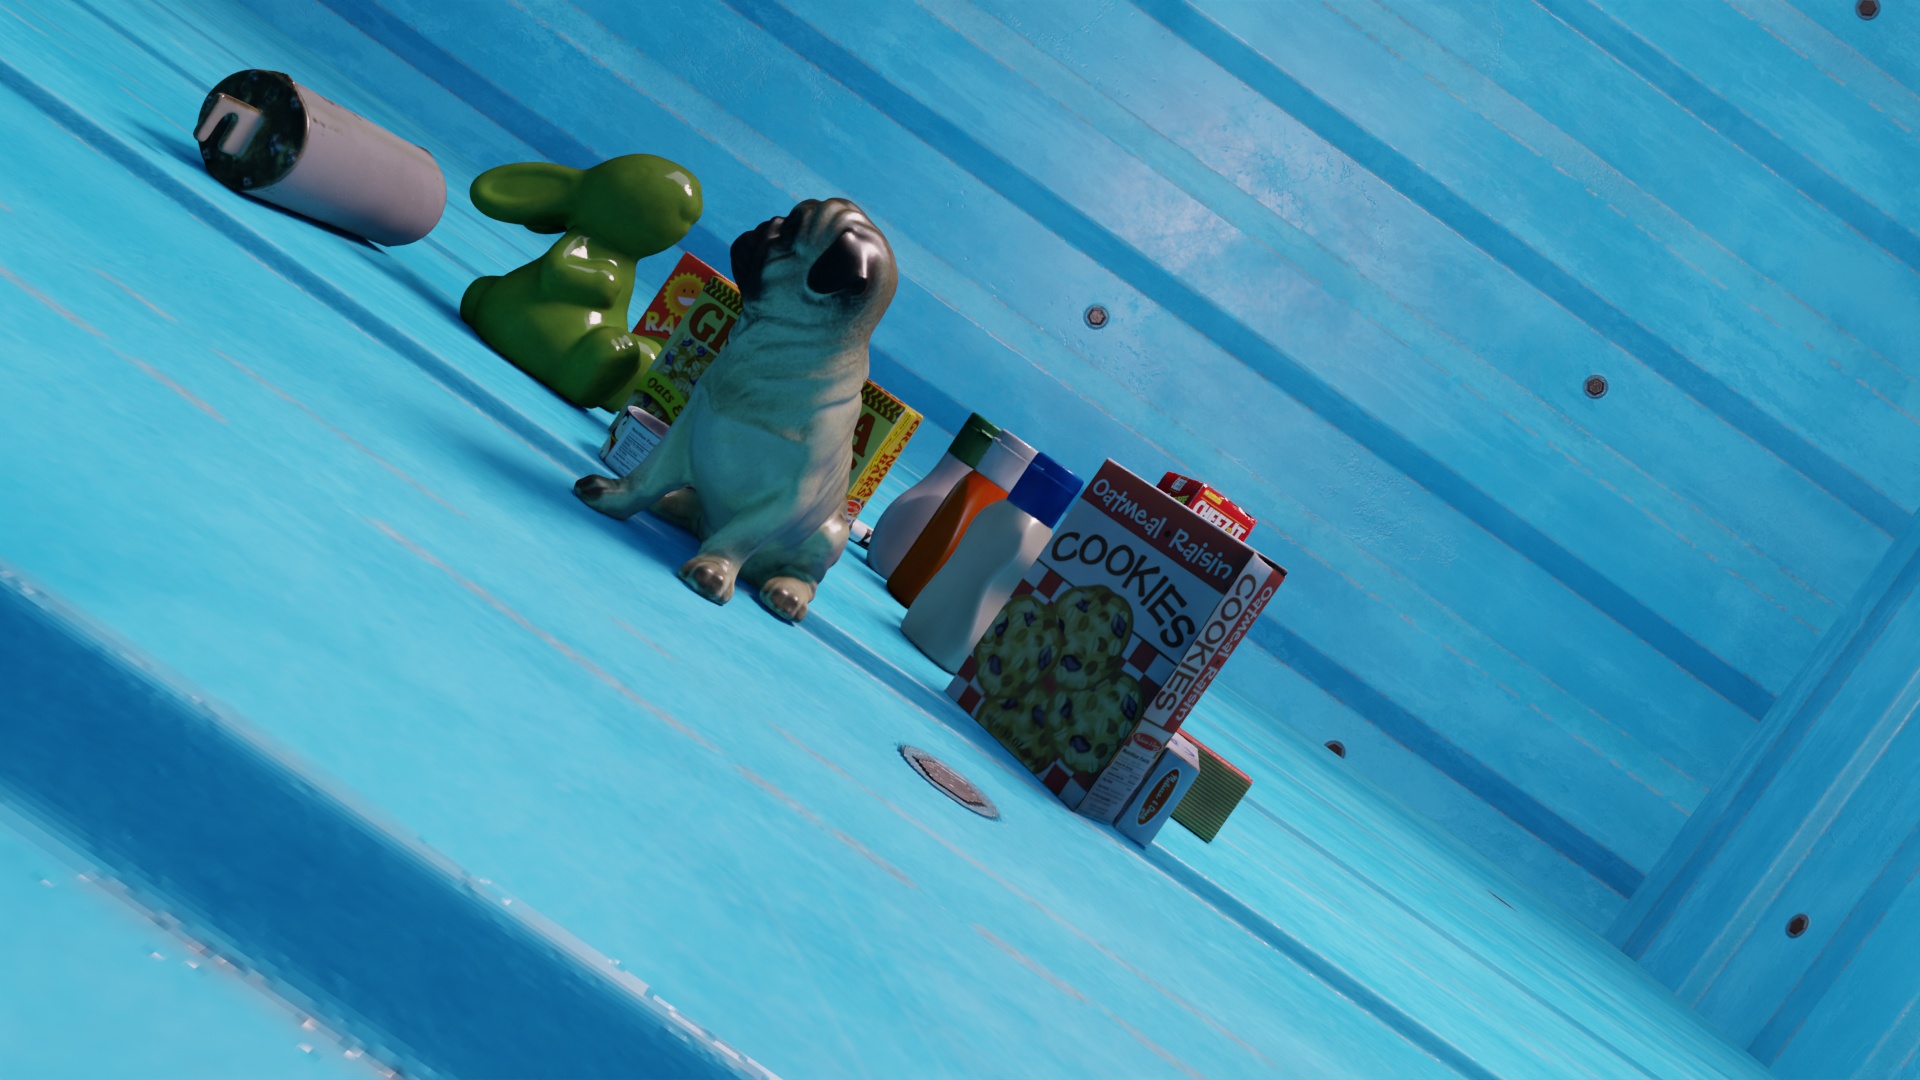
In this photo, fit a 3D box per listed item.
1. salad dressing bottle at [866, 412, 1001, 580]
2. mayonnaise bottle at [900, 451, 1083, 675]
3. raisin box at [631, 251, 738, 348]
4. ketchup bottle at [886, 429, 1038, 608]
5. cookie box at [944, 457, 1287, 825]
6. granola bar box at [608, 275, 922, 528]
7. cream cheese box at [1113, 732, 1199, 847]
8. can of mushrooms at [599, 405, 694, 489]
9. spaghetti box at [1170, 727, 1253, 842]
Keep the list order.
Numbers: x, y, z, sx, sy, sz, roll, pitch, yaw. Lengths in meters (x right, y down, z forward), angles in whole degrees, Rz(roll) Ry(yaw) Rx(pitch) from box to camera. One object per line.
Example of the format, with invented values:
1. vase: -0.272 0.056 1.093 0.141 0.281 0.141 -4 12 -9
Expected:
1. salad dressing bottle: -0.016 -0.031 1.099 0.064 0.147 0.044 34 3 -5
2. mayonnaise bottle: 0.024 0.013 0.892 0.041 0.148 0.065 31 5 -45
3. raisin box: -0.223 -0.163 1.152 0.086 0.123 0.040 36 3 15
4. ketchup bottle: 0.004 -0.013 1.035 0.043 0.148 0.065 33 4 -23
5. cookie box: 0.083 0.052 0.772 0.040 0.167 0.123 31 5 -45
6. granola bar box: -0.124 -0.073 0.881 0.166 0.124 0.039 36 4 19
7. cream cheese box: 0.113 0.140 0.798 0.024 0.053 0.104 35 4 8
8. can of mushrooms: -0.174 -0.047 0.813 0.071 0.033 0.071 34 4 -2
9. spaghetti box: 0.077 0.107 0.927 0.250 0.050 0.028 35 3 8
